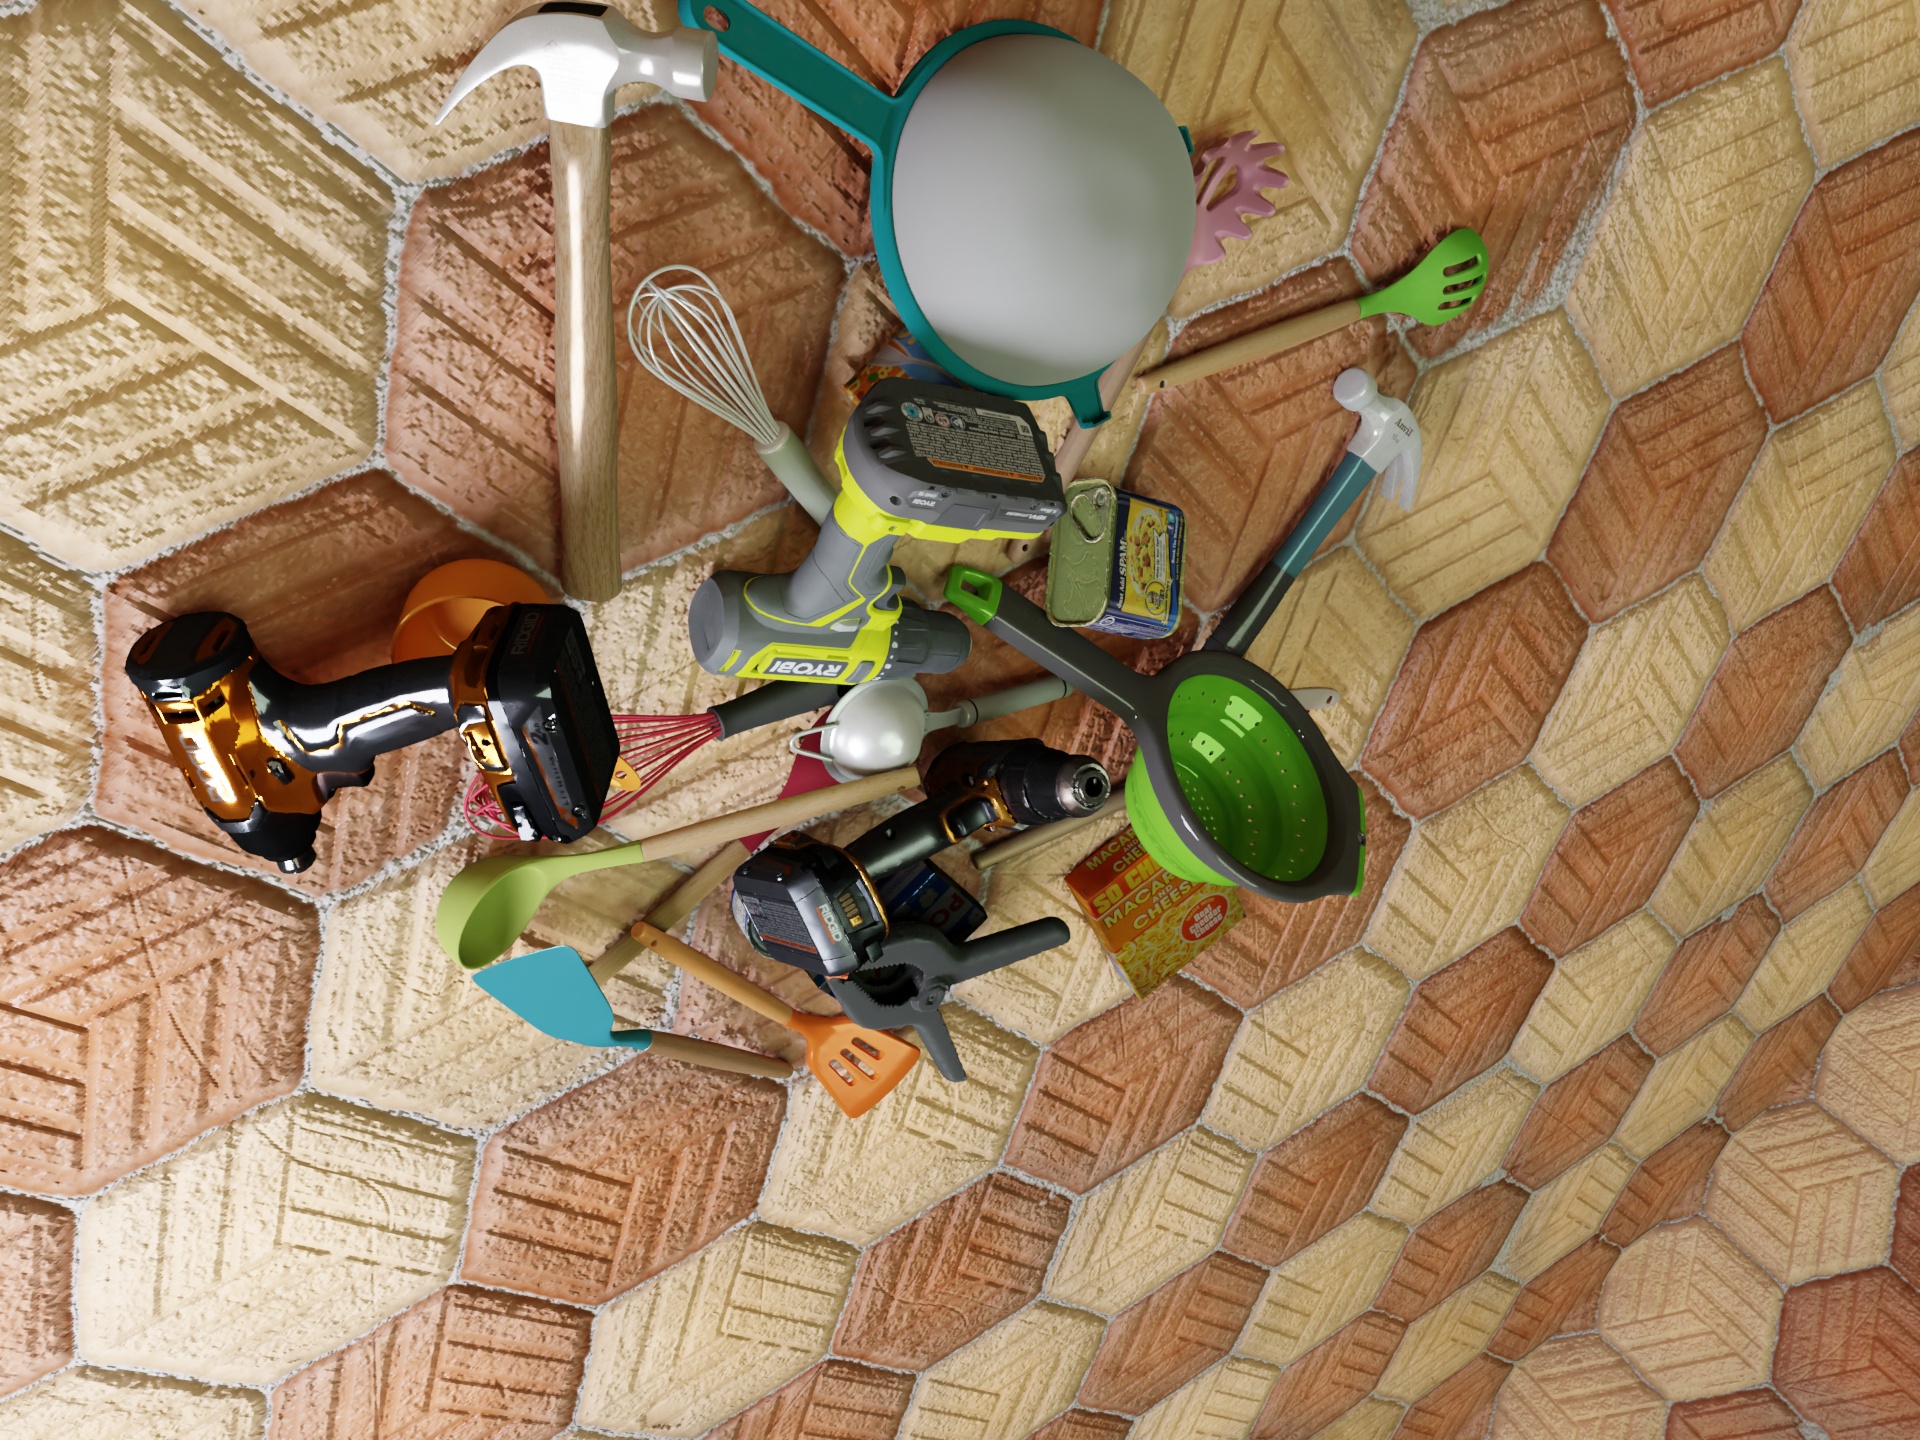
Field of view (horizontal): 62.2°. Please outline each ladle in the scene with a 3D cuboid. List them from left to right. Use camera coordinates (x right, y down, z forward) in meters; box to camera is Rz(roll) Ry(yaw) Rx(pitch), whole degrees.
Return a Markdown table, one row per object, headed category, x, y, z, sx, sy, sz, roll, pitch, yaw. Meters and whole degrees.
| category | x | y | z | sx | sy | sz | roll | pitch | yaw |
| --- | --- | --- | --- | --- | --- | --- | --- | --- | --- |
| ladle | -0.176 | 0.087 | 1.023 | 0.320 | 0.062 | 0.078 | -15 | 149 | -11 |
| ladle | -0.170 | 0.102 | 1.104 | 0.315 | 0.031 | 0.069 | -42 | 132 | 0 |

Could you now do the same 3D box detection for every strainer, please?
| category | x | y | z | sx | sy | sz | roll | pitch | yaw |
| --- | --- | --- | --- | --- | --- | --- | --- | --- | --- |
| strainer | -0.002 | -0.004 | 1.116 | 0.258 | 0.050 | 0.086 | -16 | 127 | -40 |
| strainer | 0.014 | -0.303 | 0.847 | 0.340 | 0.095 | 0.211 | 20 | 87 | -38 |

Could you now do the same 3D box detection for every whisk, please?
| category | x | y | z | sx | sy | sz | roll | pitch | yaw |
| --- | --- | --- | --- | --- | --- | --- | --- | --- | --- |
| whisk | -0.173 | 0.008 | 1.013 | 0.296 | 0.073 | 0.073 | -22 | 131 | -29 |
| whisk | -0.114 | -0.171 | 0.930 | 0.059 | 0.058 | 0.246 | -49 | 140 | -7 |

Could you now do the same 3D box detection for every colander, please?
| category | x | y | z | sx | sy | sz | roll | pitch | yaw |
| --- | --- | --- | --- | --- | --- | --- | --- | --- | --- |
| colander | 0.128 | 0.016 | 1.170 | 0.396 | 0.205 | 0.094 | 32 | 137 | -22 |

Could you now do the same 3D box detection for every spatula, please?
| category | x | y | z | sx | sy | sz | roll | pitch | yaw |
| --- | --- | --- | --- | --- | --- | --- | --- | --- | --- |
| spatula | -0.209 | 0.220 | 1.135 | 0.082 | 0.044 | 0.317 | -20 | 153 | 21 |
| spatula | -0.139 | 0.218 | 1.187 | 0.081 | 0.041 | 0.322 | -44 | 140 | 1 |

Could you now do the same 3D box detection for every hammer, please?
| category | x | y | z | sx | sy | sz | roll | pitch | yaw |
| --- | --- | --- | --- | --- | --- | --- | --- | --- | --- |
| hammer | -0.198 | -0.201 | 0.829 | 0.130 | 0.031 | 0.331 | 11 | 130 | 0 |
| hammer | 0.242 | -0.107 | 1.237 | 0.128 | 0.033 | 0.331 | 26 | 104 | -42 |

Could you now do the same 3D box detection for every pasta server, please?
| category | x | y | z | sx | sy | sz | roll | pitch | yaw |
| --- | --- | --- | --- | --- | --- | --- | --- | --- | --- |
| pasta server | 0.112 | -0.239 | 1.047 | 0.060 | 0.040 | 0.316 | 19 | 110 | -29 |

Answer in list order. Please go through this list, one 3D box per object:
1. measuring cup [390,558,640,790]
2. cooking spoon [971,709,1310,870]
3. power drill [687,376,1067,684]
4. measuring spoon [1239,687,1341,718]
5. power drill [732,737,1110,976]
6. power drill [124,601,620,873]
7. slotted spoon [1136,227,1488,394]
| category | x | y | z | sx | sy | sz | roll | pitch | yaw |
| --- | --- | --- | --- | --- | --- | --- | --- | --- | --- |
| measuring cup | -0.245 | -0.023 | 0.915 | 0.095 | 0.052 | 0.173 | -33 | 127 | 16 |
| cooking spoon | 0.151 | 0.054 | 1.294 | 0.319 | 0.017 | 0.068 | -23 | 163 | -18 |
| power drill | -0.037 | -0.096 | 0.964 | 0.190 | 0.080 | 0.228 | 3 | 148 | -34 |
| measuring spoon | 0.282 | -0.014 | 1.342 | 0.124 | 0.018 | 0.034 | -3 | 122 | -35 |
| power drill | -0.019 | 0.081 | 1.064 | 0.226 | 0.185 | 0.084 | -31 | 103 | -26 |
| power drill | -0.306 | 0.016 | 0.854 | 0.226 | 0.084 | 0.164 | -3 | 129 | 5 |
| slotted spoon | 0.259 | -0.282 | 1.127 | 0.313 | 0.031 | 0.070 | -22 | 132 | -19 |
